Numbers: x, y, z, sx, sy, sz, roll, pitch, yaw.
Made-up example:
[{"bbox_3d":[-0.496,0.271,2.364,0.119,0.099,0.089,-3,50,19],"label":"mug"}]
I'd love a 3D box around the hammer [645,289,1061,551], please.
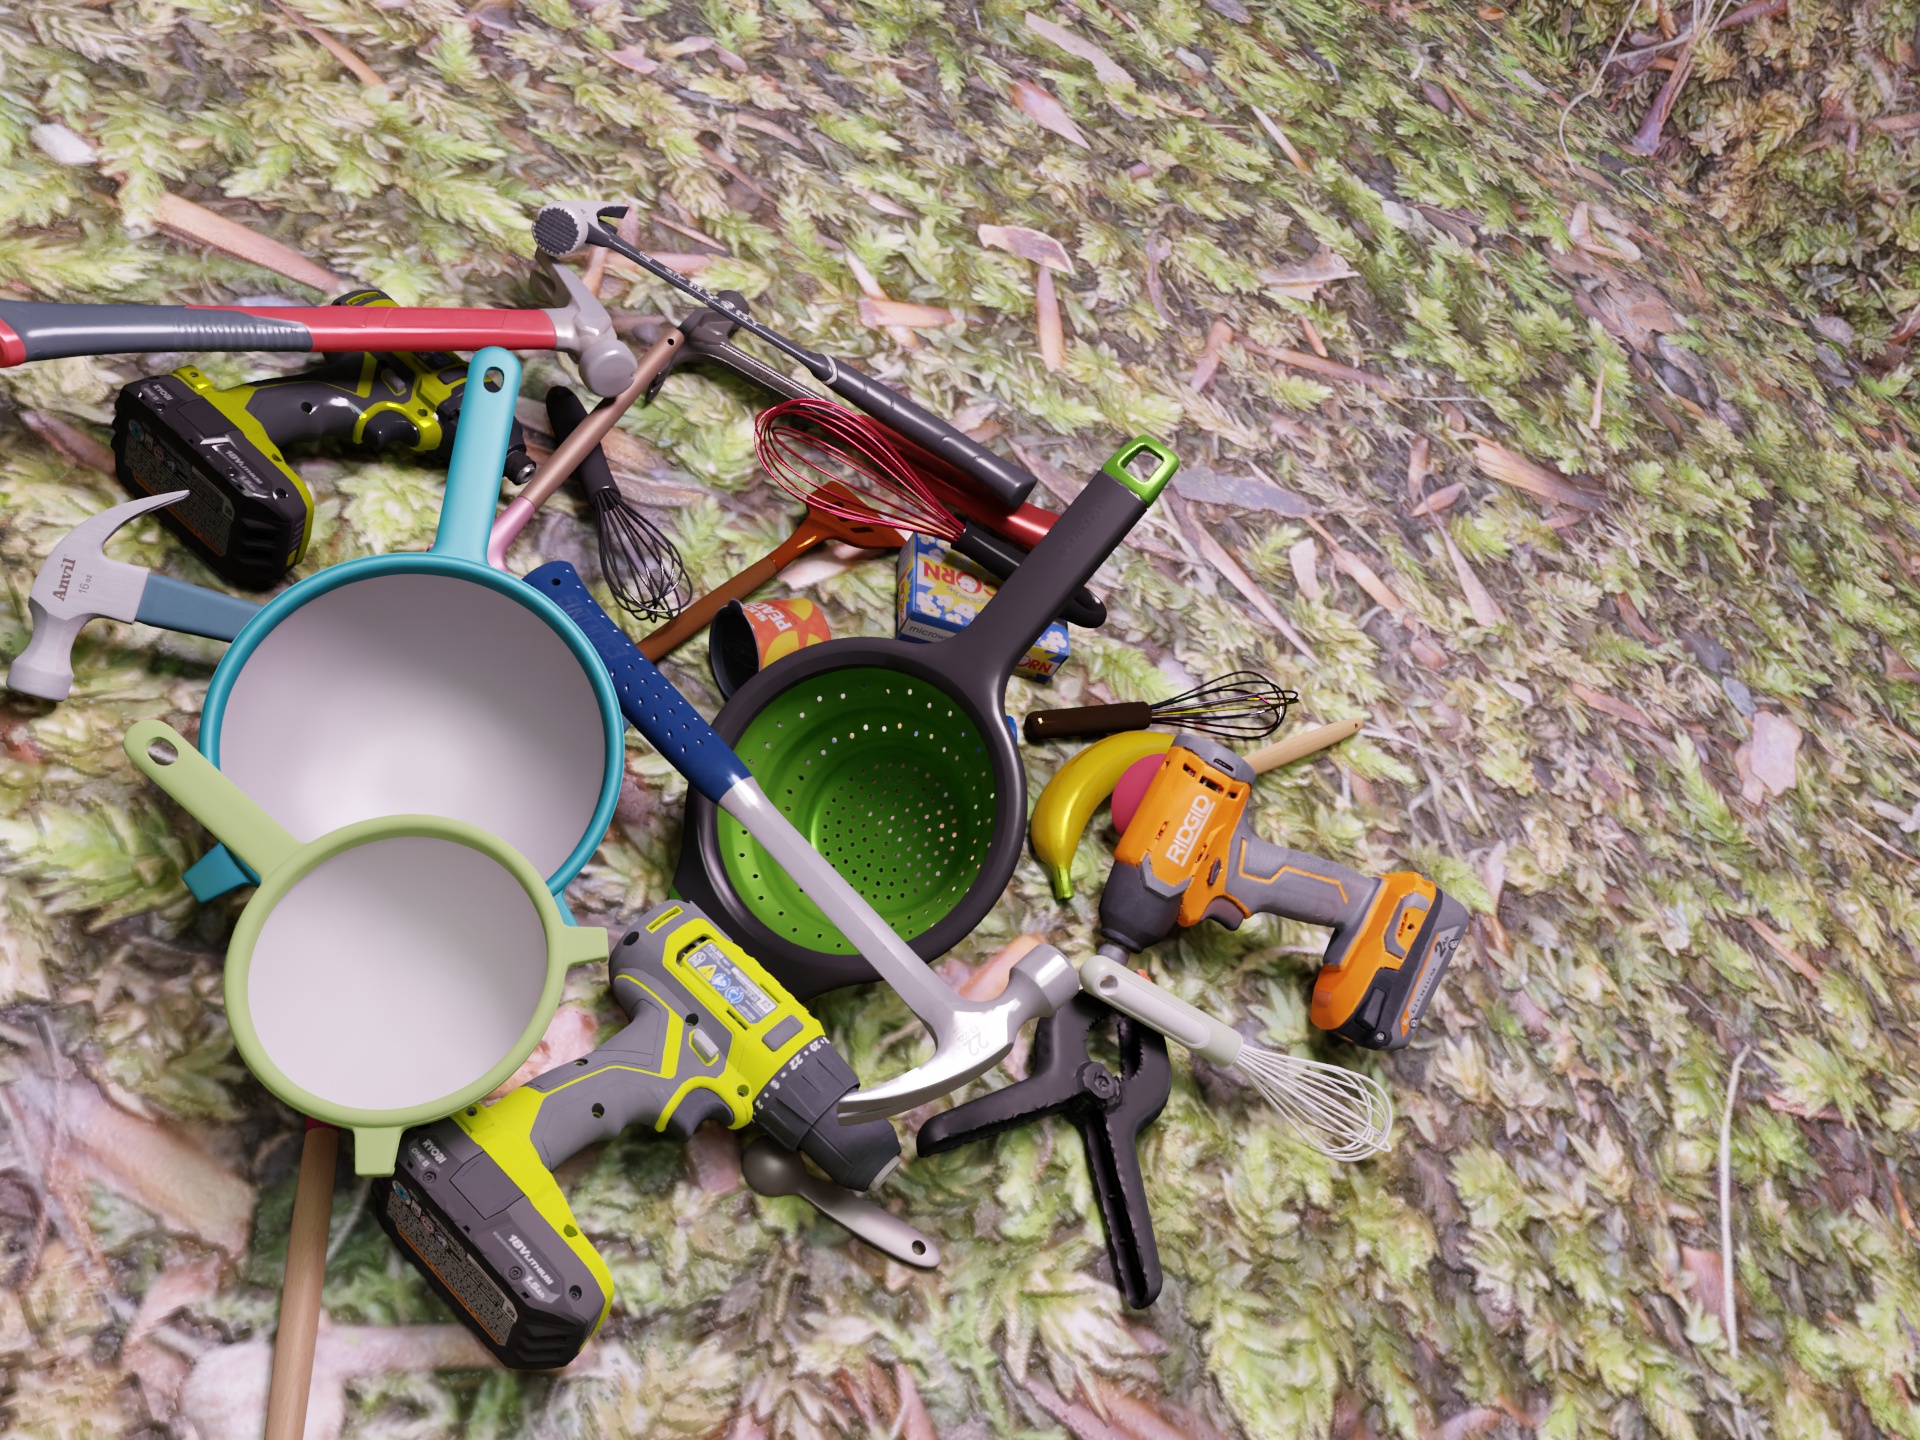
[{"bbox_3d":[-0.063,-0.211,1.243,0.359,0.036,0.149,29,42,-6],"label":"hammer"}]

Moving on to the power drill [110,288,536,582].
[{"bbox_3d":[-0.393,-0.181,1.007,0.171,0.080,0.223,41,42,7],"label":"power drill"}]

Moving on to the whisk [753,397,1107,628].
[{"bbox_3d":[-0.018,-0.145,1.152,0.295,0.073,0.073,29,45,-14],"label":"whisk"}]

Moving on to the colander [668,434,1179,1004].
[{"bbox_3d":[-0.002,-0.003,0.961,0.205,0.094,0.397,40,88,18],"label":"colander"}]

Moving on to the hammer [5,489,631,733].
[{"bbox_3d":[-0.348,-0.038,0.917,0.330,0.033,0.128,16,86,-26],"label":"hammer"}]

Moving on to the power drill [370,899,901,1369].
[{"bbox_3d":[-0.156,0.213,0.807,0.191,0.080,0.228,41,45,15],"label":"power drill"}]

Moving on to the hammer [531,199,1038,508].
[{"bbox_3d":[-0.119,-0.274,1.197,0.408,0.036,0.149,30,20,-11],"label":"hammer"}]

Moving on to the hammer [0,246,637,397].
[{"bbox_3d":[-0.403,-0.251,0.984,0.386,0.038,0.143,-11,49,-38],"label":"hammer"}]

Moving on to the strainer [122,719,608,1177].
[{"bbox_3d":[-0.305,0.093,0.768,0.256,0.069,0.151,38,63,11],"label":"strainer"}]

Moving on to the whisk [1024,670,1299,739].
[{"bbox_3d":[0.155,-0.005,1.204,0.245,0.051,0.047,-5,35,-28],"label":"whisk"}]

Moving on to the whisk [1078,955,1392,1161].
[{"bbox_3d":[0.176,0.212,1.003,0.246,0.058,0.059,31,6,-15],"label":"whisk"}]

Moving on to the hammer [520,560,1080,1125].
[{"bbox_3d":[-0.124,0.050,0.889,0.144,0.035,0.406,-35,65,-25],"label":"hammer"}]

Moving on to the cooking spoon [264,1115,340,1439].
[{"bbox_3d":[-0.308,0.222,0.762,0.068,0.017,0.319,9,50,-22],"label":"cooking spoon"}]

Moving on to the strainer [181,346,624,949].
[{"bbox_3d":[-0.290,-0.039,0.884,0.211,0.095,0.340,11,72,-18],"label":"strainer"}]

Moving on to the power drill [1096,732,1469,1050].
[{"bbox_3d":[0.206,0.132,1.066,0.226,0.084,0.164,30,81,-5],"label":"power drill"}]

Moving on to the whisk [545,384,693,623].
[{"bbox_3d":[-0.240,-0.153,1.085,0.055,0.055,0.239,-6,50,-33],"label":"whisk"}]

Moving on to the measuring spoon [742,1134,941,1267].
[{"bbox_3d":[-0.062,0.263,0.868,0.124,0.018,0.034,31,45,-3],"label":"measuring spoon"}]

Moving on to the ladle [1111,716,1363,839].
[{"bbox_3d":[0.221,0.034,1.199,0.315,0.031,0.069,-16,98,-45],"label":"ladle"}]

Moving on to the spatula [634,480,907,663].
[{"bbox_3d":[-0.151,-0.090,1.108,0.081,0.041,0.323,41,49,9],"label":"spatula"}]

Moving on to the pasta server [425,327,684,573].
[{"bbox_3d":[-0.267,-0.162,1.046,0.060,0.040,0.316,44,56,-20],"label":"pasta server"}]
